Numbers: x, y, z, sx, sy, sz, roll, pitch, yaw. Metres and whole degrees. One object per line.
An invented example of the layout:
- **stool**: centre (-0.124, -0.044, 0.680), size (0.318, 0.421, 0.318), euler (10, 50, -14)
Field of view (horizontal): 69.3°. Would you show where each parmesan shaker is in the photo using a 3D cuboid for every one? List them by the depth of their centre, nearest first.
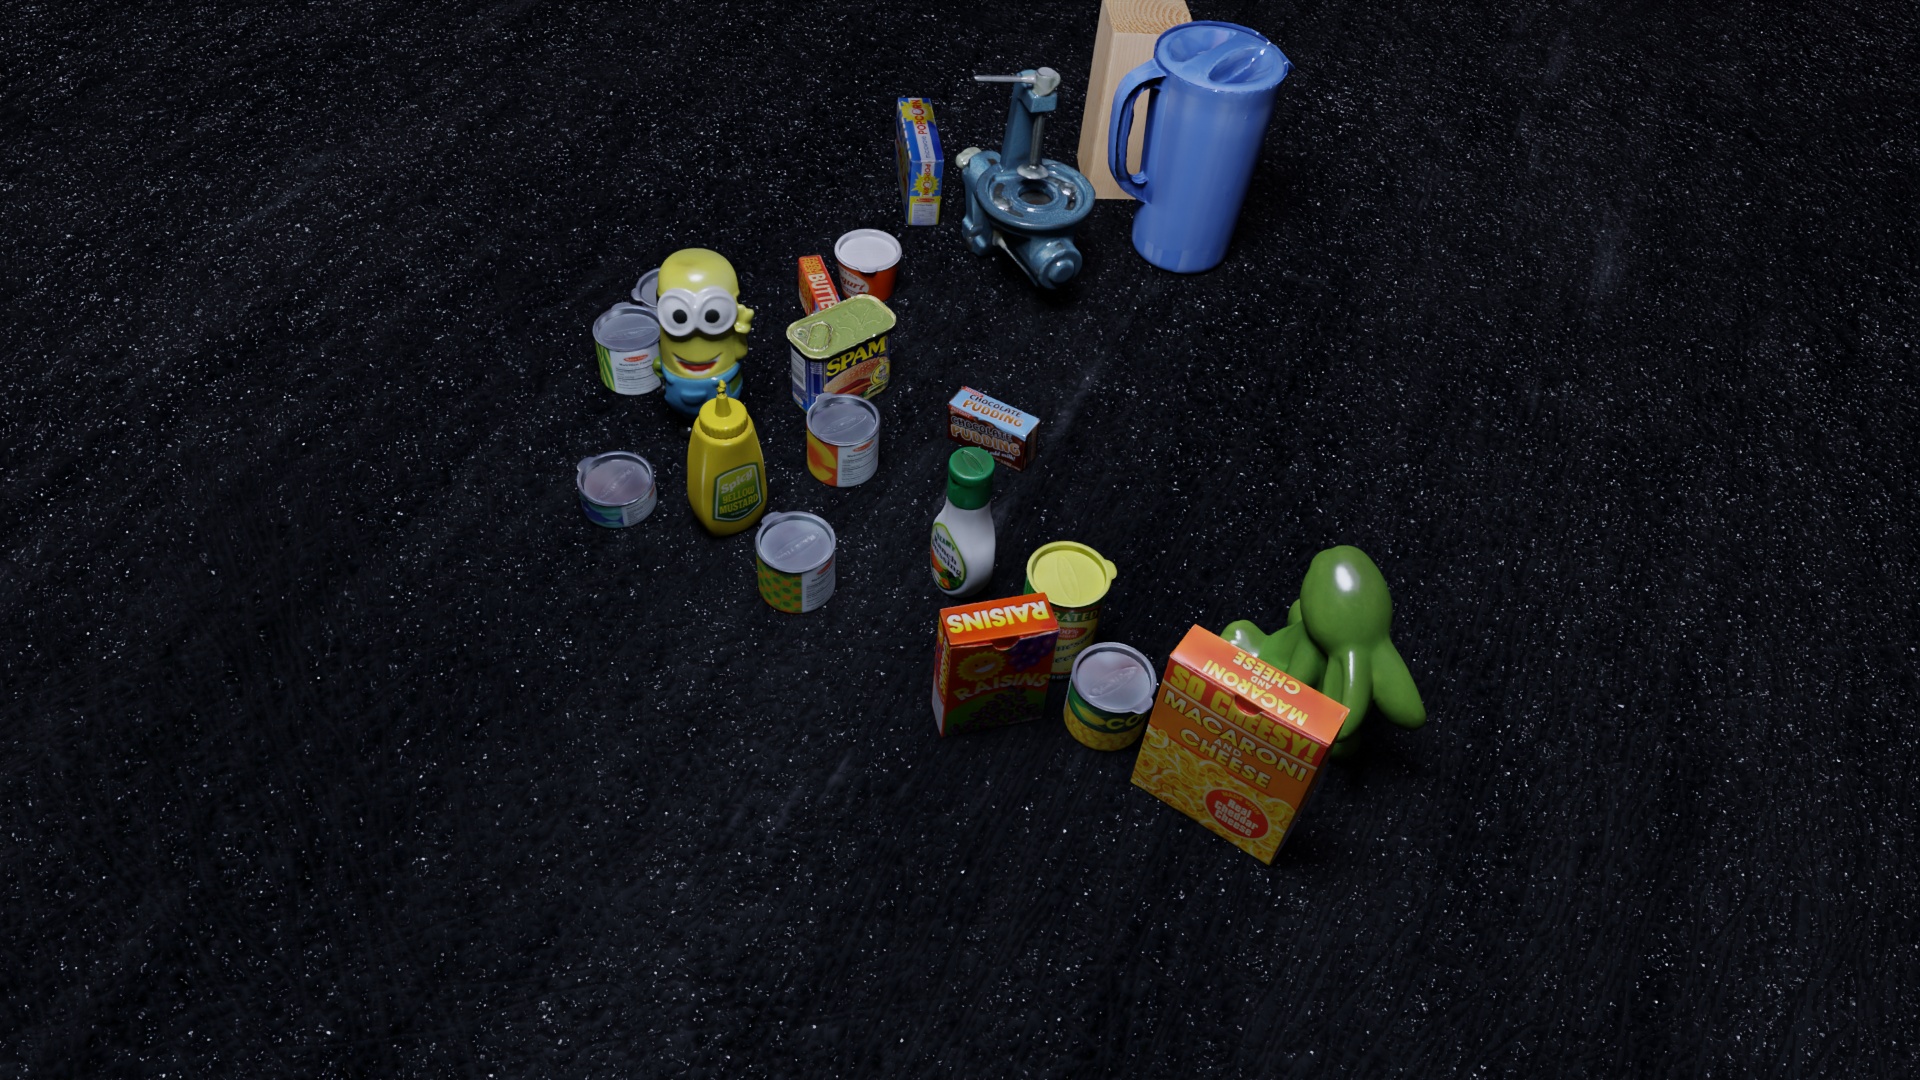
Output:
- **parmesan shaker**: centre (0.084, 0.059, 1.121), size (0.071, 0.102, 0.072), euler (3, 49, -3)

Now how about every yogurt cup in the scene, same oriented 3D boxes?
- **yogurt cup**: centre (-0.096, -0.281, 1.435), size (0.072, 0.053, 0.073), euler (3, 49, -3)

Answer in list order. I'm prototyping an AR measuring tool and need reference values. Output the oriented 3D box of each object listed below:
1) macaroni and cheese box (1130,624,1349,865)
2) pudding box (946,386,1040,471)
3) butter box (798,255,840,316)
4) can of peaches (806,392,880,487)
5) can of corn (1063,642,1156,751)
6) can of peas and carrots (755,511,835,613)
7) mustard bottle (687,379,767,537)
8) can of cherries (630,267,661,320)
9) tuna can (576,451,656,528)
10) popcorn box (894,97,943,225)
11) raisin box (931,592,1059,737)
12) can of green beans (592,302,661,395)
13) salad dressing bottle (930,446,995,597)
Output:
- **macaroni and cheese box**: centre (0.198, 0.152, 1.008), size (0.124, 0.165, 0.040), euler (29, 53, 19)
- **pudding box**: centre (0.030, -0.104, 1.295), size (0.084, 0.049, 0.030), euler (26, 52, 17)
- **butter box**: centre (-0.138, -0.234, 1.391), size (0.024, 0.052, 0.104), euler (-12, 51, -15)
- **can of peaches**: centre (-0.108, -0.092, 1.265), size (0.071, 0.057, 0.071), euler (3, 49, -3)
- **can of corn**: centre (0.118, 0.126, 1.095), size (0.071, 0.058, 0.071), euler (3, 49, -3)
- **can of peas and carrots**: centre (-0.140, 0.018, 1.165), size (0.071, 0.058, 0.071), euler (3, 49, -3)
- **mustard bottle**: centre (-0.199, -0.072, 1.171), size (0.065, 0.159, 0.049), euler (-24, 55, -24)
- **can of cherries**: centre (-0.285, -0.227, 1.366), size (0.071, 0.058, 0.072), euler (3, 49, -3)
- **tuna can**: centre (-0.304, -0.045, 1.222), size (0.071, 0.032, 0.071), euler (3, 49, -3)
- **popcorn box**: centre (-0.047, -0.421, 1.543), size (0.038, 0.084, 0.127), euler (-3, 49, -8)
- **raisin box**: centre (0.024, 0.097, 1.068), size (0.086, 0.122, 0.040), euler (-8, 50, -12)
- **can of green beans**: centre (-0.313, -0.181, 1.324), size (0.071, 0.057, 0.071), euler (3, 49, -3)
- **salad dressing bottle**: centre (0.004, -0.014, 1.148), size (0.044, 0.146, 0.064), euler (-24, 55, -24)
